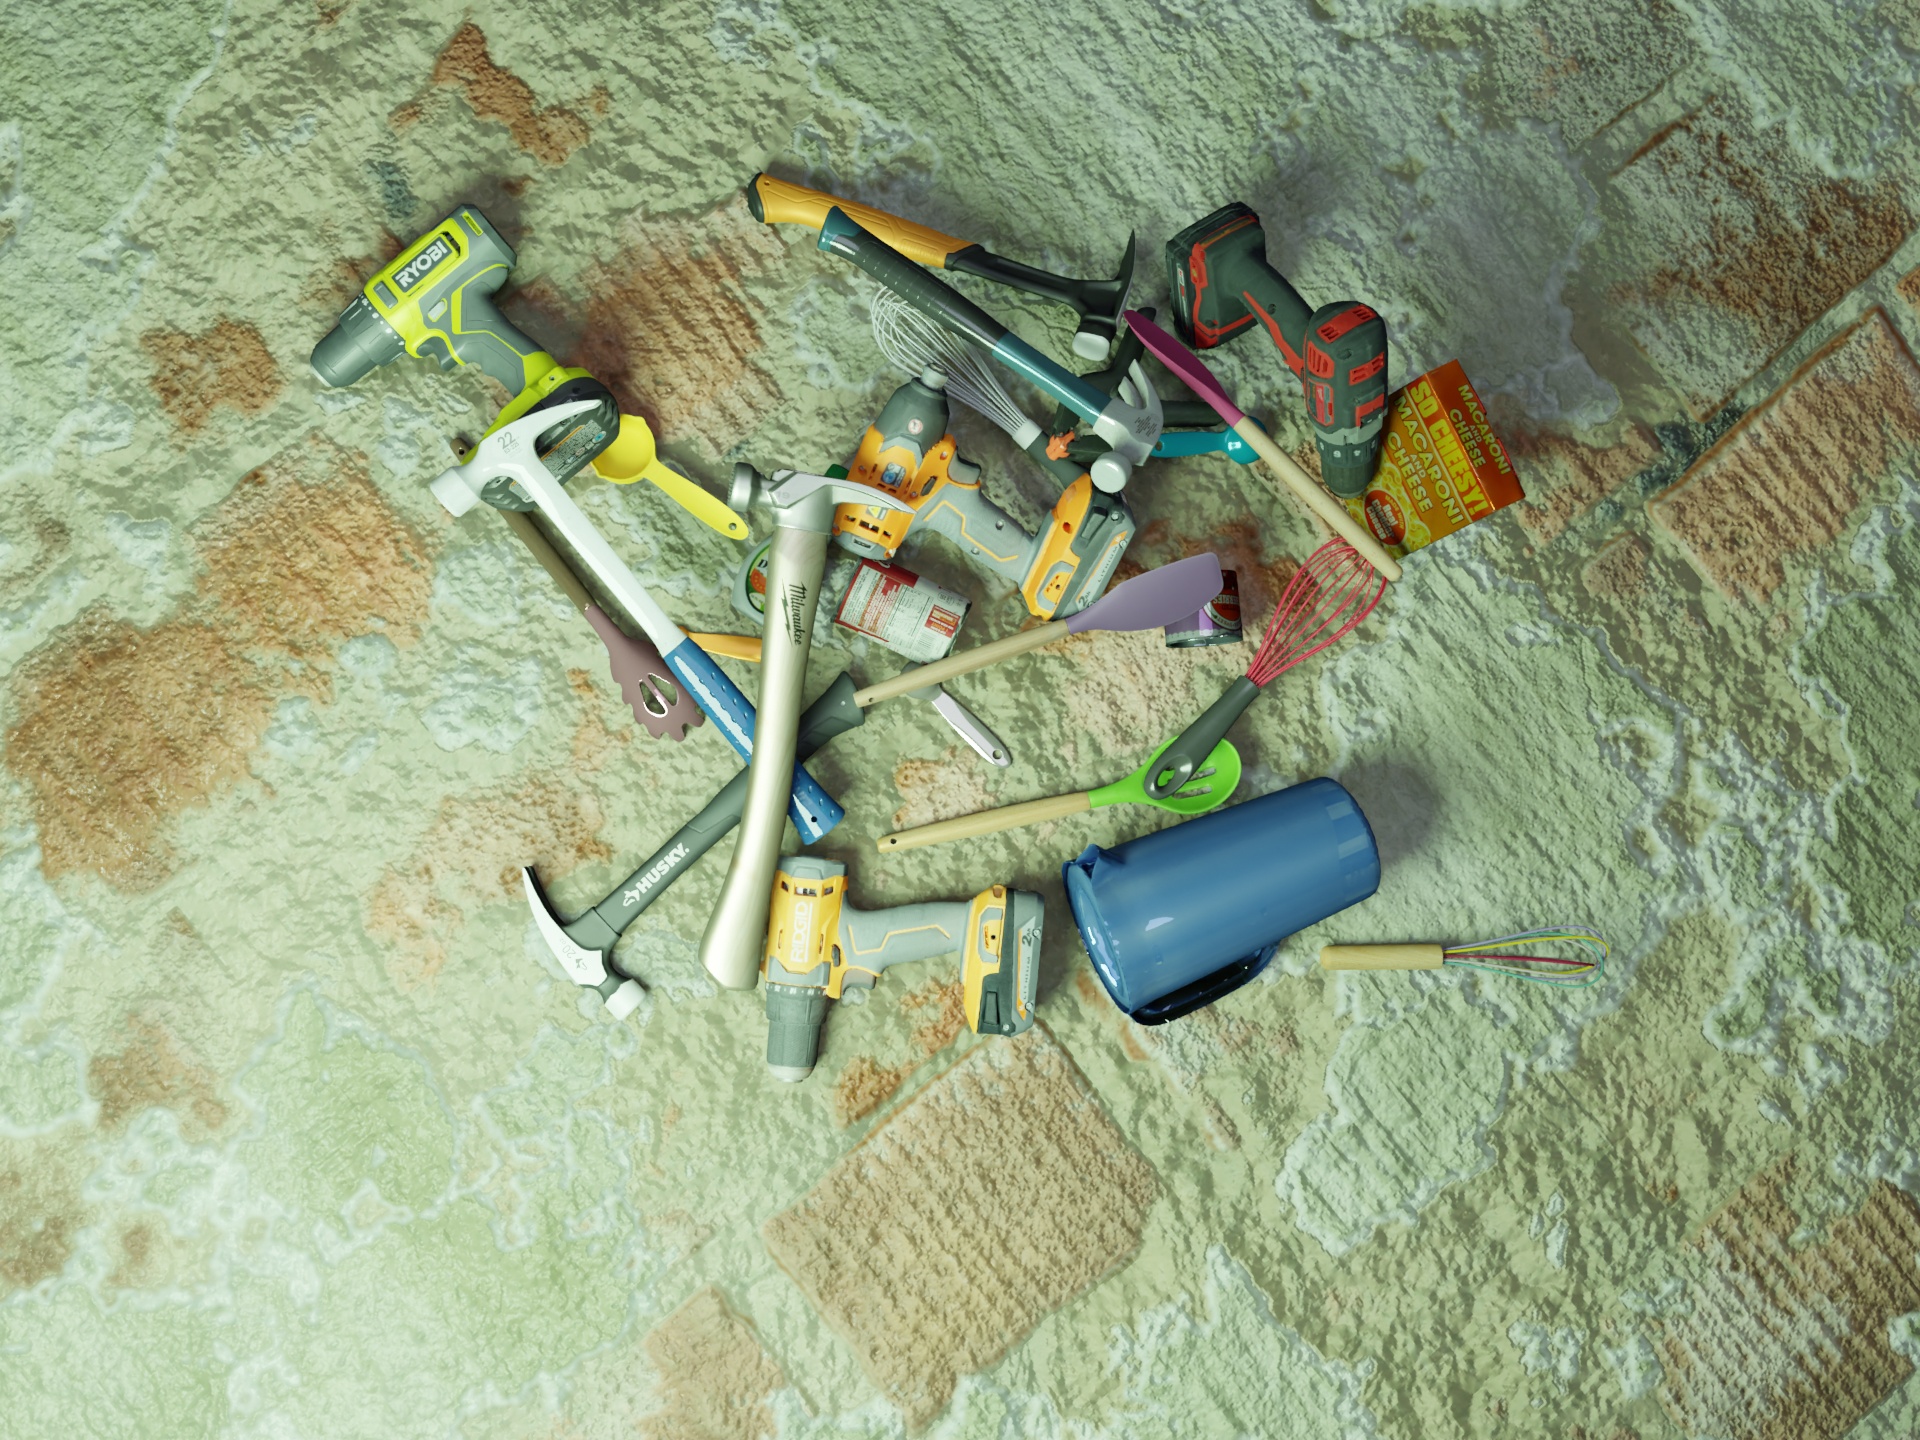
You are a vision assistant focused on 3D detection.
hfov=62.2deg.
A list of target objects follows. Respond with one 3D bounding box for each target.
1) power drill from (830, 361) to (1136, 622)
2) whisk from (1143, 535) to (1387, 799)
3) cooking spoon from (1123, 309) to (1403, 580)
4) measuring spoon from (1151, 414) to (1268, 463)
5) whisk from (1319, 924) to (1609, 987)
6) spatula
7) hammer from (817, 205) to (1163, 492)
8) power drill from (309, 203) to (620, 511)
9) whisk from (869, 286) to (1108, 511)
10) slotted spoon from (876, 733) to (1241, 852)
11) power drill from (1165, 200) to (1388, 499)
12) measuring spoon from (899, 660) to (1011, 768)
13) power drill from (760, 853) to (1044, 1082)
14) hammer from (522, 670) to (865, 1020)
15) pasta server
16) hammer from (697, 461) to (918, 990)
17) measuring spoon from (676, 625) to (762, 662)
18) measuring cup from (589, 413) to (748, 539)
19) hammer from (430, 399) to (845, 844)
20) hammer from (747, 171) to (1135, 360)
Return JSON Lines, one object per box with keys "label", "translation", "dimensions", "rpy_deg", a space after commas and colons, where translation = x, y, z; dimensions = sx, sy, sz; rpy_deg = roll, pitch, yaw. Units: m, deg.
{"label": "power drill", "translation": [0.024, -0.182, 1.293], "dimensions": [0.226, 0.084, 0.164], "rpy_deg": [21, 115, -12]}
{"label": "whisk", "translation": [0.255, -0.045, 1.338], "dimensions": [0.073, 0.073, 0.296], "rpy_deg": [43, 82, 0]}
{"label": "cooking spoon", "translation": [0.251, -0.232, 1.329], "dimensions": [0.319, 0.069, 0.017], "rpy_deg": [45, 118, 4]}
{"label": "measuring spoon", "translation": [0.213, -0.236, 1.353], "dimensions": [0.128, 0.021, 0.042], "rpy_deg": [-9, 104, -28]}
{"label": "whisk", "translation": [0.430, 0.204, 1.355], "dimensions": [0.245, 0.047, 0.051], "rpy_deg": [-1, 74, 0]}
{"label": "spatula", "translation": [0.063, -0.066, 1.297], "dimensions": [0.316, 0.018, 0.059], "rpy_deg": [-19, 131, 1]}
{"label": "hammer", "translation": [0.021, -0.312, 1.285], "dimensions": [0.331, 0.033, 0.128], "rpy_deg": [35, 49, 4]}
{"label": "power drill", "translation": [-0.407, -0.285, 1.303], "dimensions": [0.190, 0.080, 0.228], "rpy_deg": [-40, 79, 0]}
{"label": "whisk", "translation": [0.032, -0.265, 1.352], "dimensions": [0.284, 0.070, 0.070], "rpy_deg": [42, 84, -5]}
{"label": "slotted spoon", "translation": [0.083, 0.071, 1.346], "dimensions": [0.313, 0.031, 0.070], "rpy_deg": [-13, 74, -2]}
{"label": "power drill", "translation": [0.268, -0.300, 1.308], "dimensions": [0.080, 0.187, 0.227], "rpy_deg": [-31, 55, -8]}
{"label": "measuring spoon", "translation": [-0.002, -0.004, 1.349], "dimensions": [0.124, 0.018, 0.034], "rpy_deg": [44, 84, -1]}
{"label": "power drill", "translation": [-0.052, 0.211, 1.302], "dimensions": [0.226, 0.084, 0.185], "rpy_deg": [6, 86, 1]}
{"label": "hammer", "translation": [-0.210, 0.081, 1.321], "dimensions": [0.335, 0.035, 0.146], "rpy_deg": [-44, 90, -6]}
{"label": "pasta server", "translation": [-0.325, -0.112, 1.333], "dimensions": [0.060, 0.040, 0.316], "rpy_deg": [-39, 85, -5]}
{"label": "hammer", "translation": [-0.136, 0.012, 1.251], "dimensions": [0.146, 0.038, 0.410], "rpy_deg": [8, 96, -13]}
{"label": "measuring spoon", "translation": [-0.190, -0.063, 1.343], "dimensions": [0.117, 0.011, 0.021], "rpy_deg": [9, 86, -3]}
{"label": "measuring cup", "translation": [-0.244, -0.199, 1.343], "dimensions": [0.156, 0.029, 0.062], "rpy_deg": [35, 85, -3]}
{"label": "hammer", "translation": [-0.228, -0.071, 1.260], "dimensions": [0.144, 0.035, 0.405], "rpy_deg": [-39, 102, -2]}
{"label": "hammer", "translation": [-0.018, -0.409, 1.358], "dimensions": [0.337, 0.034, 0.127], "rpy_deg": [18, 63, 2]}
